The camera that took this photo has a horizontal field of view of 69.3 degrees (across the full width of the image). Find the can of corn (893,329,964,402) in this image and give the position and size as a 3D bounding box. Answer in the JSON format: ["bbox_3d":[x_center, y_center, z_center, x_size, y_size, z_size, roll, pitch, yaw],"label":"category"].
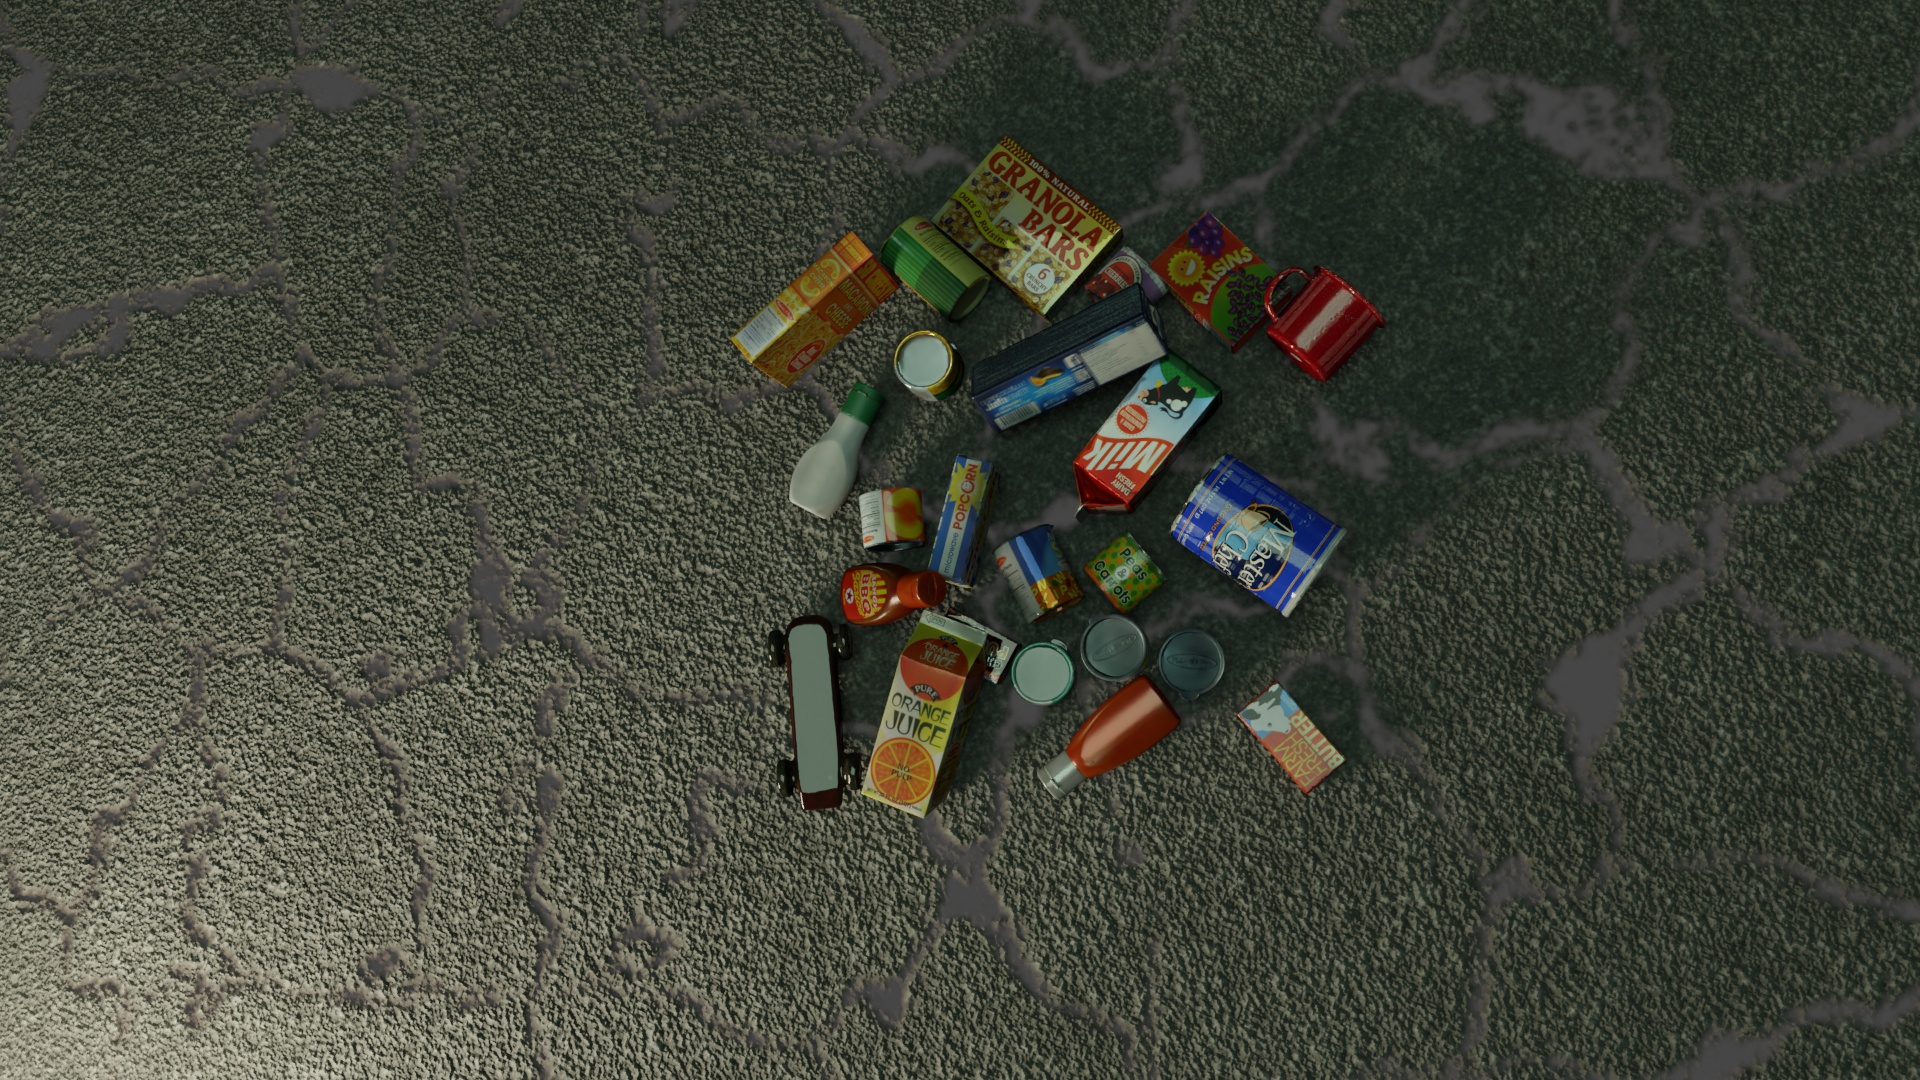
[{"bbox_3d":[-0.032,-0.187,1.470,0.071,0.058,0.071,-1,83,11],"label":"can of corn"}]

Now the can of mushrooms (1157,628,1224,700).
[{"bbox_3d":[0.231,0.124,1.390,0.071,0.033,0.071,-1,82,10],"label":"can of mushrooms"}]

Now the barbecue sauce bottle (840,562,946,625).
[{"bbox_3d":[-0.068,0.052,1.408,0.148,0.044,0.065,-8,83,55],"label":"barbecue sauce bottle"}]

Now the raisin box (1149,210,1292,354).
[{"bbox_3d":[0.267,-0.266,1.431,0.086,0.040,0.123,-44,76,4],"label":"raisin box"}]

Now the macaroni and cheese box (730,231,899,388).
[{"bbox_3d":[-0.151,-0.242,1.467,0.166,0.123,0.040,-42,79,3],"label":"macaroni and cheese box"}]

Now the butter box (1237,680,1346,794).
[{"bbox_3d":[0.326,0.193,1.367,0.053,0.024,0.103,-40,77,3],"label":"butter box"}]

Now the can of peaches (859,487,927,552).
[{"bbox_3d":[-0.069,-0.021,1.453,0.071,0.071,0.058,-8,81,10],"label":"can of peaches"}]

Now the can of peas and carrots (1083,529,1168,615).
[{"bbox_3d":[0.166,0.033,1.396,0.058,0.071,0.071,-40,77,5],"label":"can of peas and carrots"}]

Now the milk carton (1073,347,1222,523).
[{"bbox_3d":[0.179,-0.095,1.409,0.073,0.072,0.190,39,92,13],"label":"milk carton"}]

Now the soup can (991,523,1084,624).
[{"bbox_3d":[0.082,0.033,1.415,0.071,0.071,0.084,-28,79,7],"label":"soup can"}]

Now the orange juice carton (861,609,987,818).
[{"bbox_3d":[-0.031,0.171,1.395,0.072,0.073,0.192,18,99,15],"label":"orange juice carton"}]

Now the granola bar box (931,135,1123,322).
[{"bbox_3d":[0.072,-0.331,1.478,0.166,0.039,0.124,42,93,13],"label":"granola bar box"}]

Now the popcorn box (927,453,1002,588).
[{"bbox_3d":[0.005,-0.018,1.426,0.038,0.085,0.126,13,85,11],"label":"popcorn box"}]

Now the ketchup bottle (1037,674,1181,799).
[{"bbox_3d":[0.145,0.201,1.391,0.149,0.043,0.065,-38,87,5],"label":"ketchup bottle"}]

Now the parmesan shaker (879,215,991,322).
[{"bbox_3d":[-0.028,-0.287,1.476,0.103,0.071,0.071,43,93,13],"label":"parmesan shaker"}]

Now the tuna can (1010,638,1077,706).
[{"bbox_3d":[0.086,0.134,1.417,0.071,0.033,0.071,-1,83,11],"label":"tuna can"}]

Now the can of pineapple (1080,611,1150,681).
[{"bbox_3d":[0.156,0.107,1.394,0.071,0.058,0.071,-1,83,11],"label":"can of pineapple"}]

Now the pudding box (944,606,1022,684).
[{"bbox_3d":[0.015,0.109,1.436,0.084,0.030,0.049,29,91,13],"label":"pudding box"}]

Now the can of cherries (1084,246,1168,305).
[{"bbox_3d":[0.170,-0.261,1.433,0.058,0.071,0.071,-44,77,4],"label":"can of cherries"}]

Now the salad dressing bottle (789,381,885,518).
[{"bbox_3d":[-0.130,-0.097,1.486,0.064,0.044,0.147,27,87,15],"label":"salad dressing bottle"}]
